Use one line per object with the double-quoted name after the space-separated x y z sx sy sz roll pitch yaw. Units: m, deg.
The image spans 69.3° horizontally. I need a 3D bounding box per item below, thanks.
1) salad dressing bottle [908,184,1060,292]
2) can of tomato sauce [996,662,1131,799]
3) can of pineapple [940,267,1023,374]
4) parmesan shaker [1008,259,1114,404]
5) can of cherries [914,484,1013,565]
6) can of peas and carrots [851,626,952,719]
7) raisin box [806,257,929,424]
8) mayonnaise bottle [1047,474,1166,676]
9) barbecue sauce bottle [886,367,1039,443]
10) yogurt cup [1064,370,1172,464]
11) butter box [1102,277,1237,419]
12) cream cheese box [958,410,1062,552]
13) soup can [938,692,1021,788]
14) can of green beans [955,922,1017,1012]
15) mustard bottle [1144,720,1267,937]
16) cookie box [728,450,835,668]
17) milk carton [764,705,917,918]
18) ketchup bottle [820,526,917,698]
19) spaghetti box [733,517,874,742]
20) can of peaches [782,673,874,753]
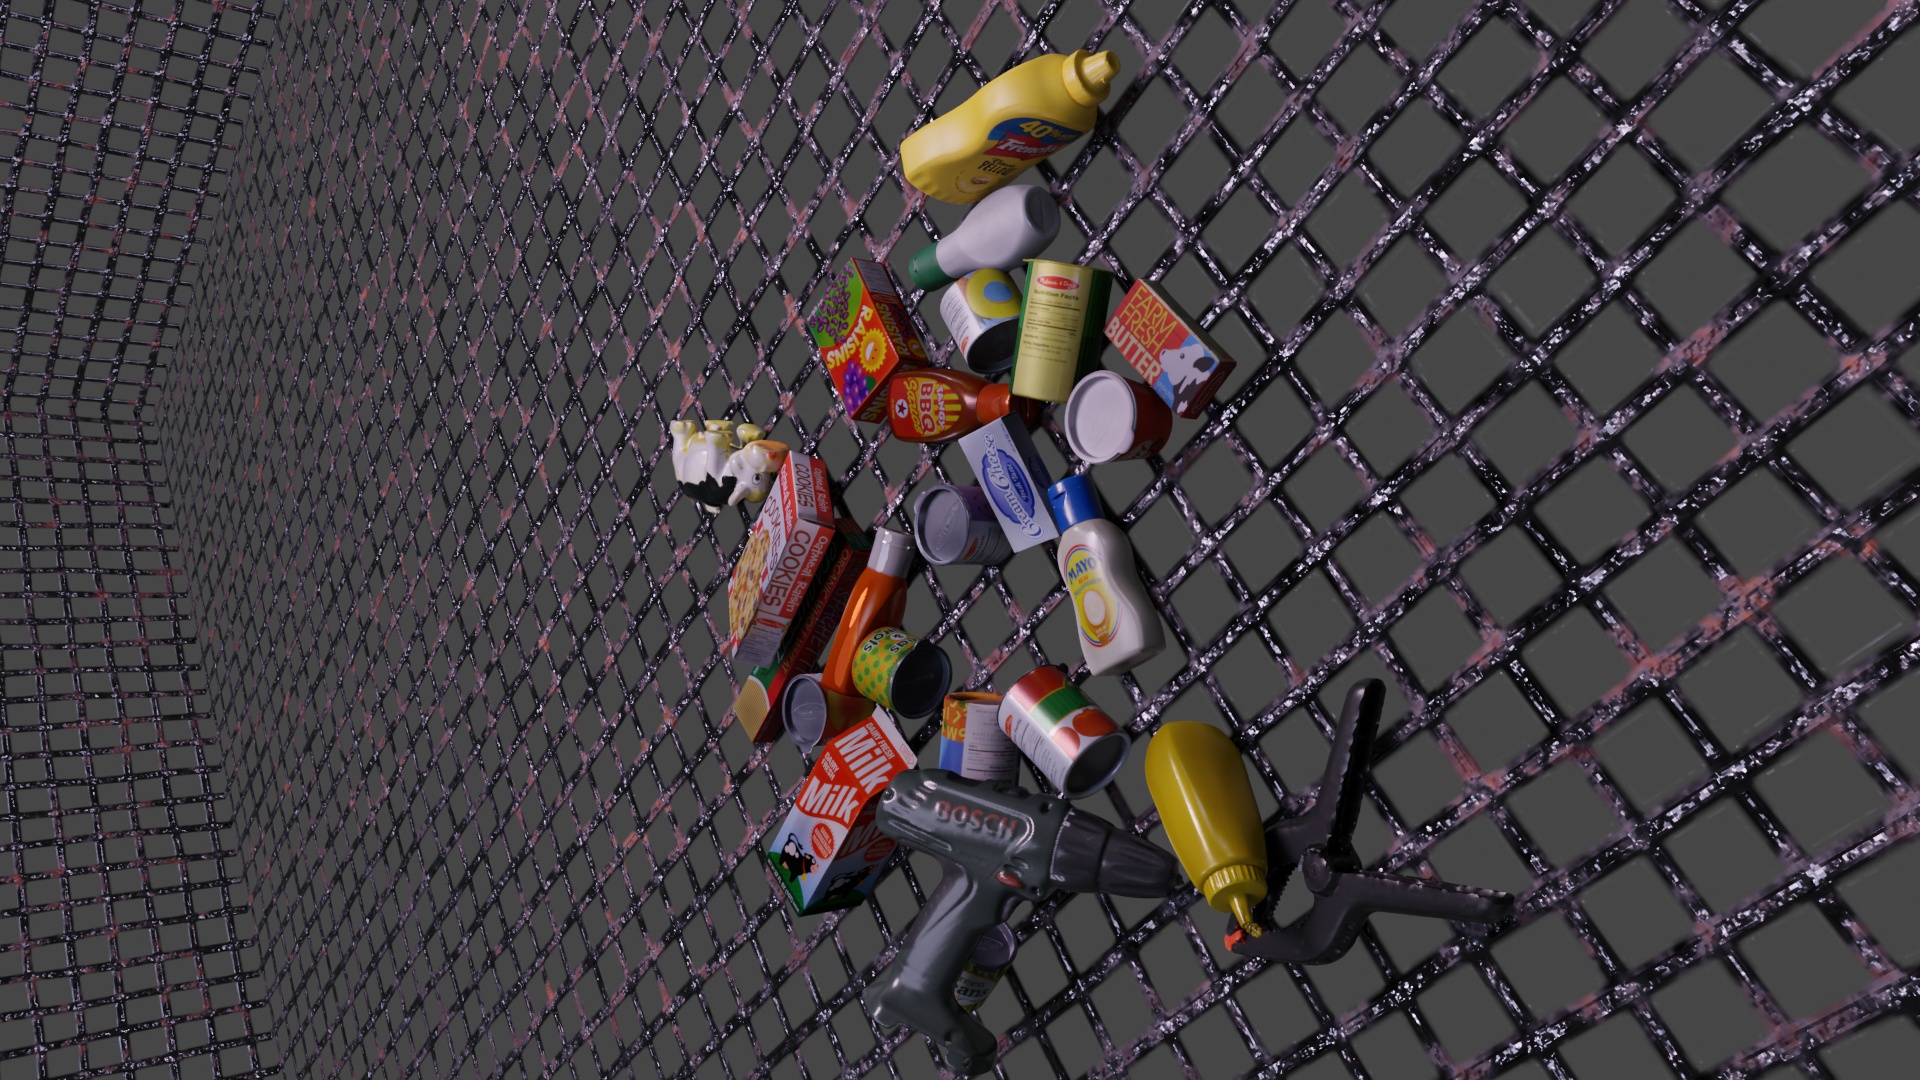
0.017 -0.245 1.145 0.147 0.044 0.064 -16 76 47 "salad dressing bottle"
0.079 0.143 1.047 0.083 0.071 0.071 43 119 38 "can of tomato sauce"
0.026 -0.177 1.118 0.070 0.071 0.058 -48 56 35 "can of pineapple"
0.074 -0.159 1.061 0.071 0.071 0.103 19 103 46 "parmesan shaker"
0.004 -0.014 1.138 0.071 0.058 0.071 -1 89 48 "can of cherries"
-0.051 0.110 1.186 0.059 0.071 0.071 19 103 46 "can of peas and carrots"
-0.085 -0.180 1.255 0.085 0.040 0.124 -46 56 35 "raisin box"
0.104 0.024 1.041 0.064 0.041 0.148 -36 64 43 "mayonnaise bottle"
0.001 -0.112 1.156 0.148 0.044 0.064 6 102 47 "barbecue sauce bottle"
0.118 -0.088 1.020 0.072 0.054 0.072 -2 87 47 "yogurt cup"
0.151 -0.140 1.009 0.104 0.024 0.053 54 125 33 "butter box"
0.044 -0.045 1.095 0.053 0.024 0.103 -24 94 45 "cream cheese box"
0.016 0.168 1.114 0.071 0.071 0.083 7 93 47 "soup can"
0.004 0.336 1.118 0.071 0.071 0.057 50 123 36 "can of green beans"
0.168 0.193 0.919 0.161 0.065 0.048 -102 28 -46 "mustard bottle"
-0.169 0.017 1.306 0.166 0.040 0.123 -62 24 26 "cookie box"
-0.094 0.238 1.223 0.072 0.073 0.189 49 122 37 "milk carton"
-0.075 0.063 1.221 0.043 0.065 0.148 19 94 31 "ketchup bottle"
-0.151 0.088 1.323 0.050 0.029 0.248 51 124 36 "spaghetti box"
-0.120 0.156 1.266 0.071 0.058 0.071 -1 88 46 "can of peaches"
